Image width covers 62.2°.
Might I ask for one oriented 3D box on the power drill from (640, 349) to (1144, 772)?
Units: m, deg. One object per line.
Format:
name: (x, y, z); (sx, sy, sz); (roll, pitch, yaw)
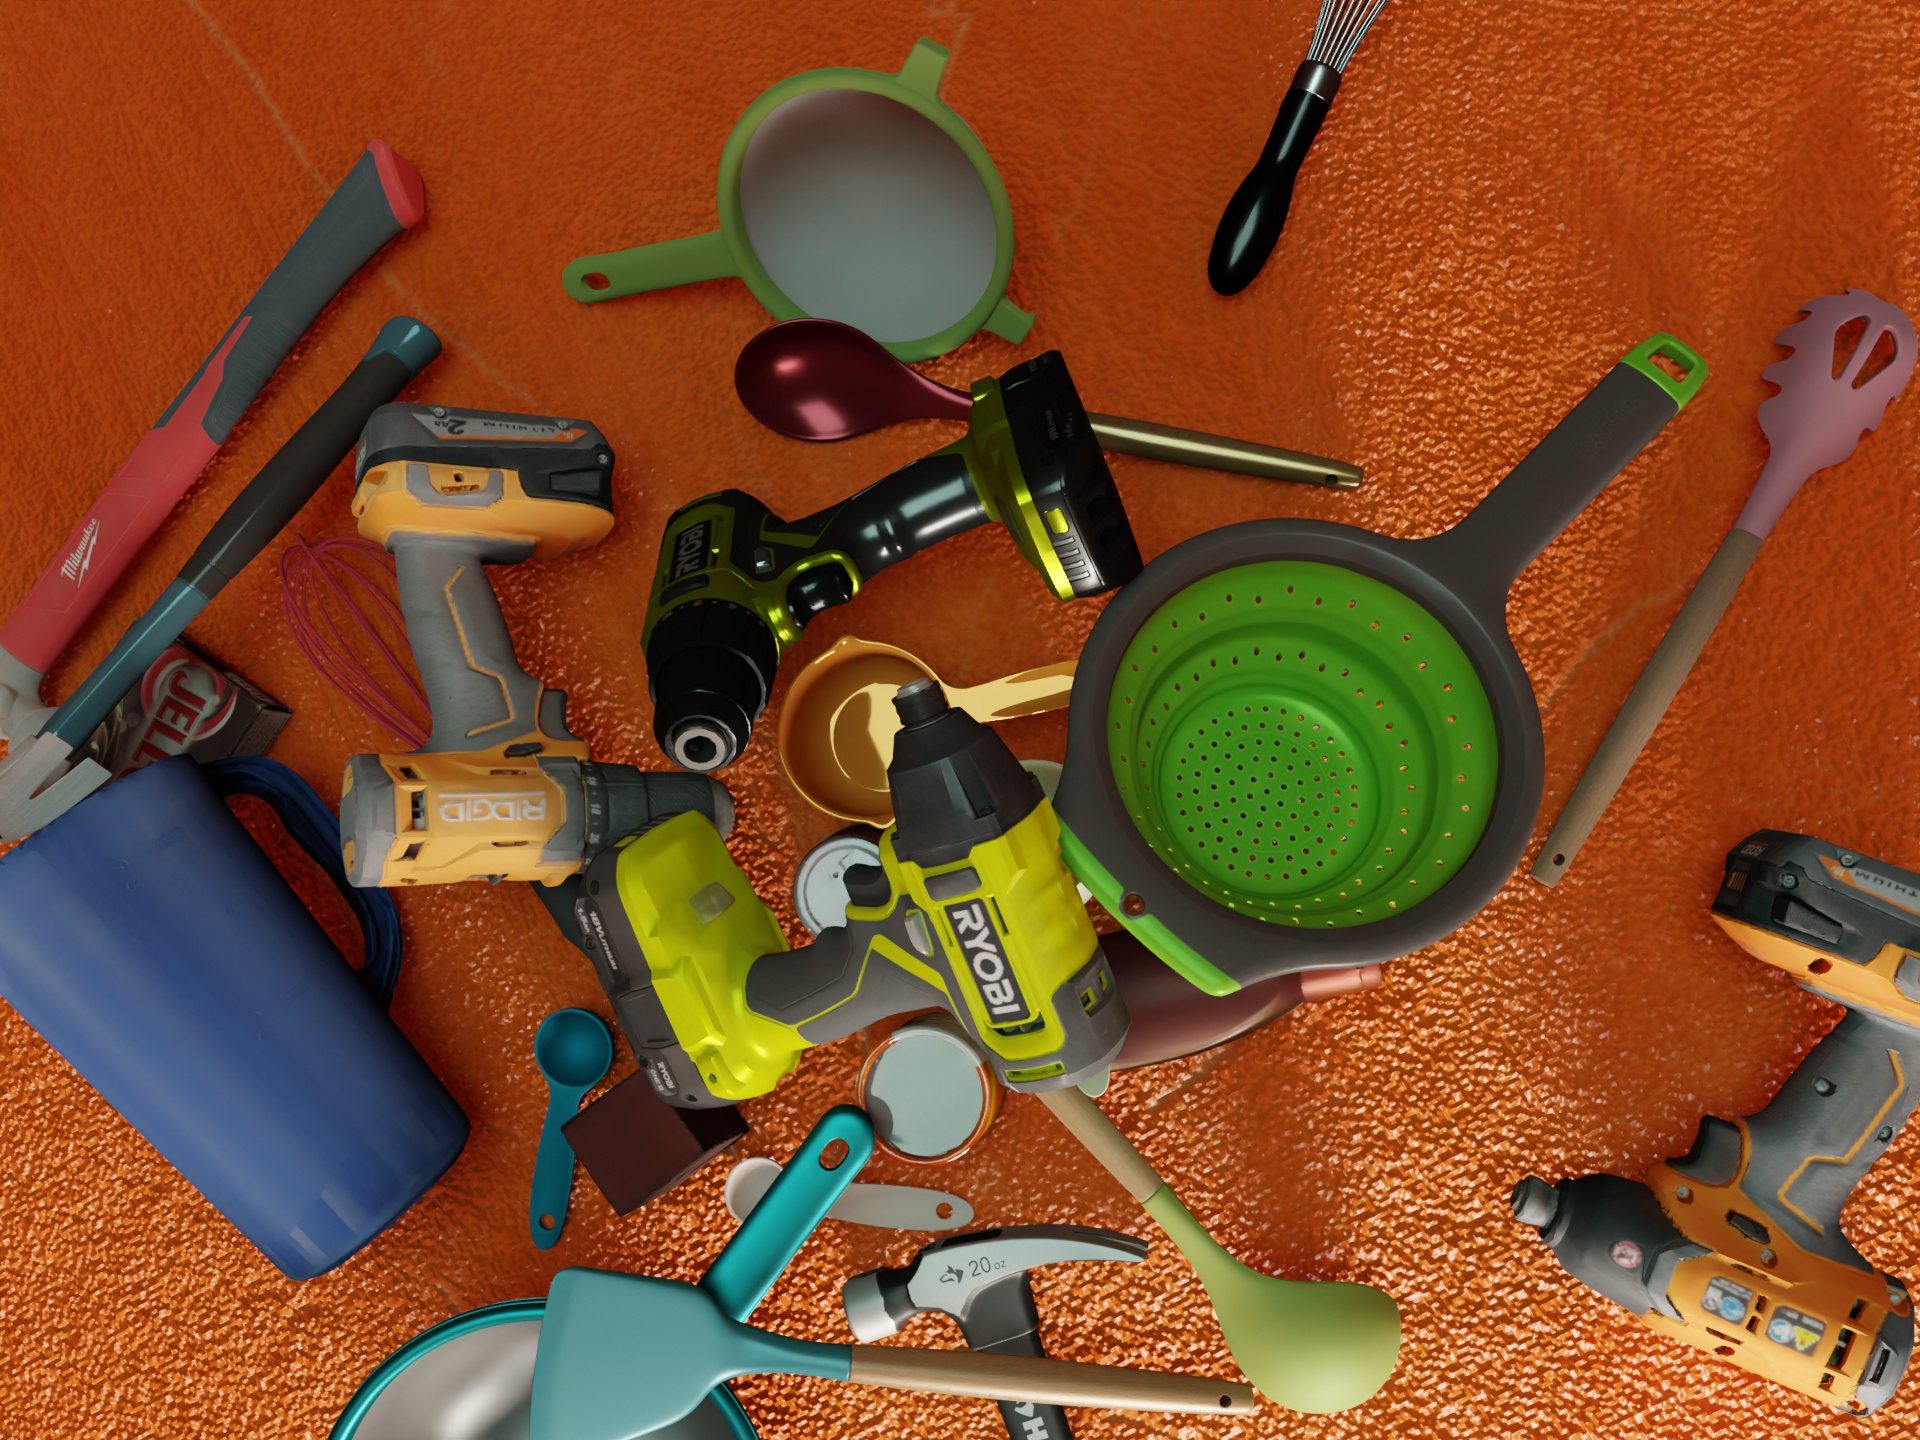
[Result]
power drill: (-0.040, -0.070, 0.722); (0.228, 0.191, 0.080); (-22, 122, 9)

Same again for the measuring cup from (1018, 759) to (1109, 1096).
measuring cup: (0.045, 0.099, 0.744); (0.083, 0.038, 0.168); (-18, 61, 6)

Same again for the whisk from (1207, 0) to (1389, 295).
whisk: (0.187, -0.341, 0.779); (0.070, 0.070, 0.284); (25, 95, 10)

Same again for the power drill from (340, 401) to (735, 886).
power drill: (-0.207, -0.031, 0.781); (0.185, 0.084, 0.226); (1, 76, -28)

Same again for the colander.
colander: (0.205, -0.035, 0.740); (0.397, 0.094, 0.204); (-43, 76, -15)

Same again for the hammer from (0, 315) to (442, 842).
hammer: (-0.380, -0.077, 0.806); (0.033, 0.128, 0.331); (45, 71, -32)

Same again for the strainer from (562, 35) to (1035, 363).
strainer: (-0.087, -0.255, 0.809); (0.256, 0.151, 0.069); (-3, 41, 26)

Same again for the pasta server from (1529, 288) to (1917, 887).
pasta server: (0.351, -0.061, 0.742); (0.060, 0.040, 0.316); (30, 94, 10)

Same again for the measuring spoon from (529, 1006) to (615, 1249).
measuring spoon: (-0.201, 0.207, 0.815); (0.042, 0.021, 0.128); (11, 96, 9)

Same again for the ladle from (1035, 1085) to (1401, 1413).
ladle: (0.074, 0.190, 0.732); (0.320, 0.062, 0.078); (46, 123, 6)

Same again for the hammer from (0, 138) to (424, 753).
hammer: (-0.434, -0.163, 0.869); (0.143, 0.038, 0.386); (39, 92, 12)

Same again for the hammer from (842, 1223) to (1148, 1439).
hammer: (0.066, 0.401, 0.743); (0.146, 0.035, 0.335); (-21, 82, 8)

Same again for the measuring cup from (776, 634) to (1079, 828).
measuring cup: (-0.001, -0.002, 0.780); (0.173, 0.052, 0.095); (-13, 83, 6)

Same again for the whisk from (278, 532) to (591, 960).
whisk: (-0.253, 0.020, 0.817); (0.073, 0.073, 0.296); (-38, 86, 4)

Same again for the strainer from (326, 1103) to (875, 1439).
strainer: (-0.150, 0.314, 0.756); (0.211, 0.095, 0.340); (38, 88, -1)

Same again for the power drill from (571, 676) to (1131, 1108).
power drill: (-0.054, 0.083, 0.689); (0.223, 0.080, 0.171); (-17, 100, 32)

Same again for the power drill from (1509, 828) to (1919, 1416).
power drill: (0.352, 0.166, 0.695); (0.164, 0.084, 0.226); (21, 93, 11)

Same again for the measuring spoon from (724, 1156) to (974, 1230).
measuring spoon: (-0.055, 0.237, 0.789); (0.124, 0.018, 0.034); (5, 86, 3)

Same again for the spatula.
spatula: (-0.022, 0.289, 0.696); (0.317, 0.044, 0.082); (7, 84, -7)

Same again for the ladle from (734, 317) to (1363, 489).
ladle: (0.043, -0.150, 0.793); (0.315, 0.031, 0.069); (12, 130, 6)
